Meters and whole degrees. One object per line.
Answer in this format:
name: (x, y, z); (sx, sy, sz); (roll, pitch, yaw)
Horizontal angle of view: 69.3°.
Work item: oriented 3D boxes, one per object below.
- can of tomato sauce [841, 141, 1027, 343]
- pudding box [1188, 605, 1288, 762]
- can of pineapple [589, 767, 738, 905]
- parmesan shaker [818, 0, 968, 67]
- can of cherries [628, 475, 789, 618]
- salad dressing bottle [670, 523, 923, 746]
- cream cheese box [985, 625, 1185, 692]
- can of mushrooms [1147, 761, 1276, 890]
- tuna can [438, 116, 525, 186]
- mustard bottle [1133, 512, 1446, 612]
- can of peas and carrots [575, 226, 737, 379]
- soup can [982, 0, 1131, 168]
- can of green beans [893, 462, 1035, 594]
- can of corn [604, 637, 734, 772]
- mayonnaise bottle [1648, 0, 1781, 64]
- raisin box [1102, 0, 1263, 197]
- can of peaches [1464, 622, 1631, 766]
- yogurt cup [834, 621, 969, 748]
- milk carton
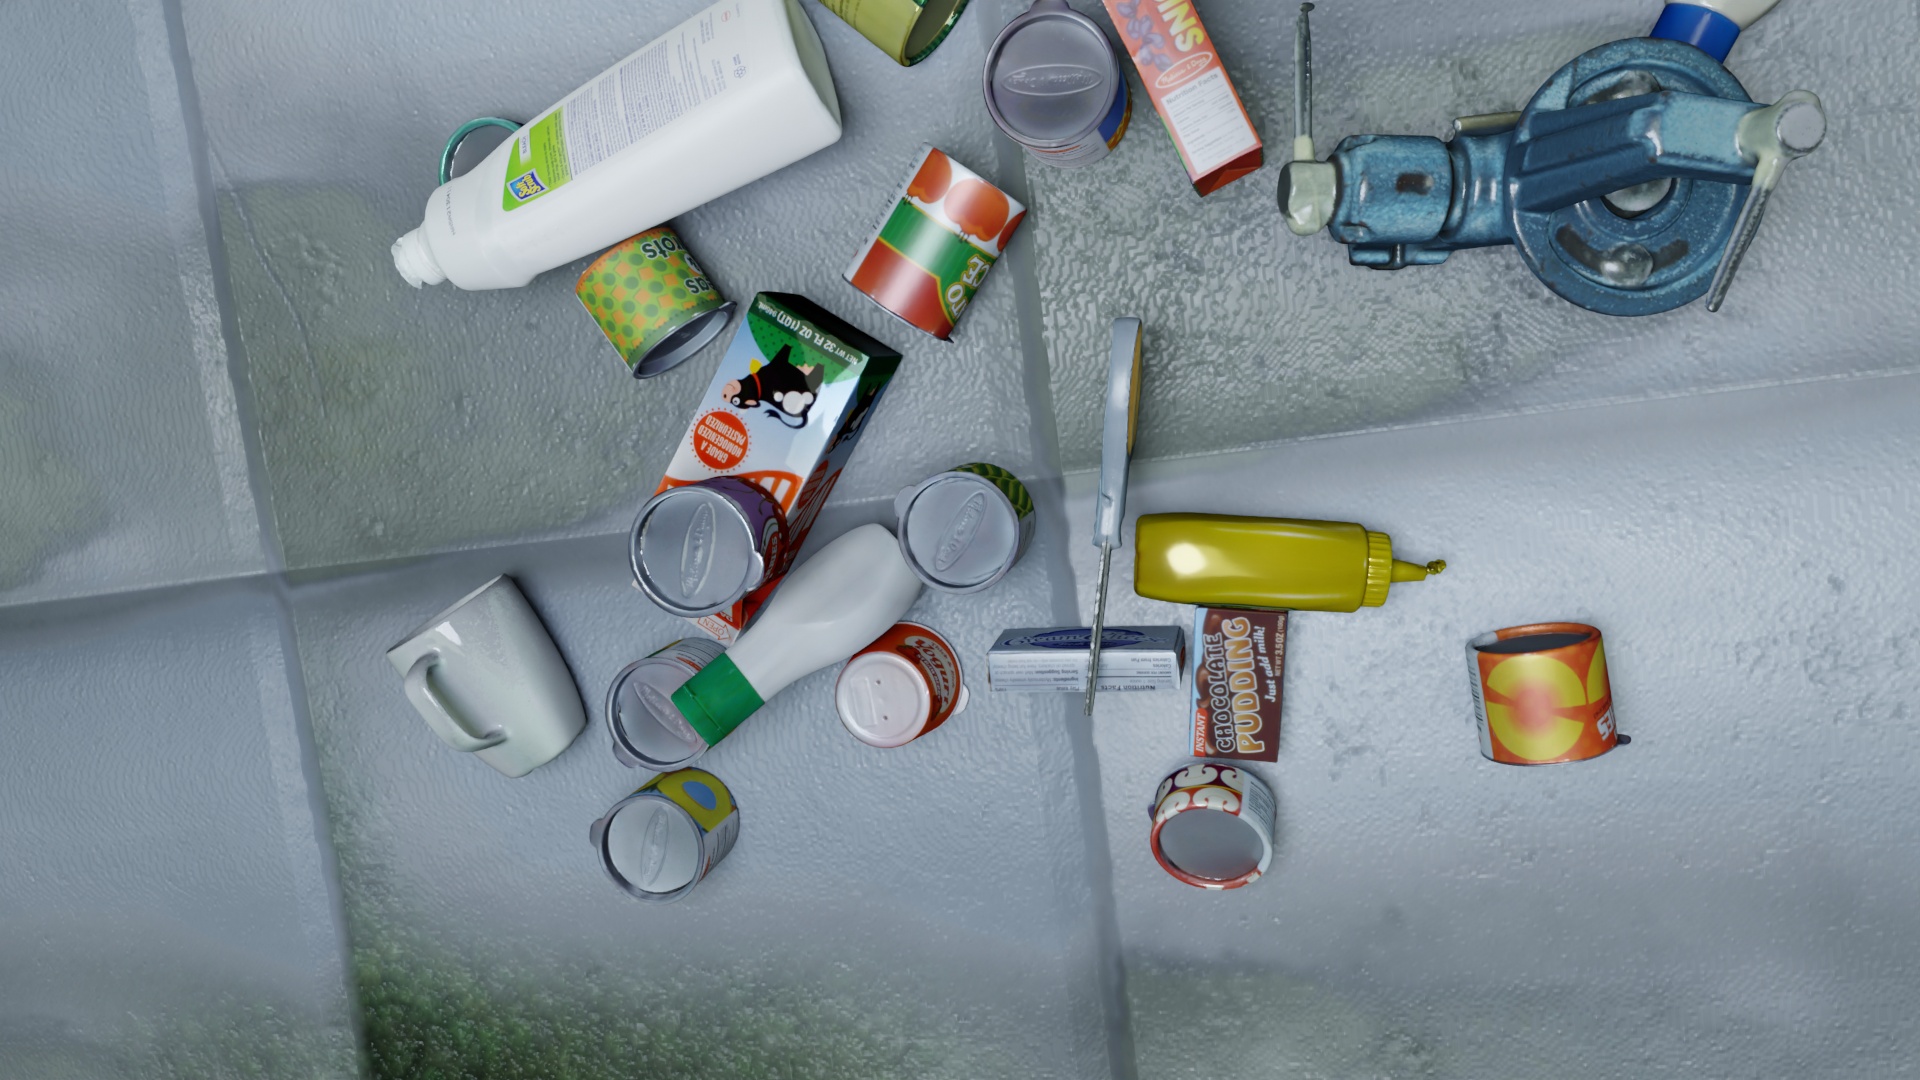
can of tomato sauce: (-0.012, -0.157, 0.737); (0.071, 0.071, 0.083); (34, 102, 6)
pudding box: (0.150, 0.075, 0.752); (0.050, 0.030, 0.083); (4, 98, 12)
can of pineapple: (-0.172, 0.171, 0.818); (0.071, 0.058, 0.071); (2, 98, 12)
parmesan shaker: (-0.050, -0.304, 0.728); (0.103, 0.071, 0.071); (39, 103, 4)
can of cherries: (-0.125, 0.003, 0.709); (0.071, 0.058, 0.071); (2, 98, 11)
salad dressing bottle: (-0.090, 0.052, 0.761); (0.148, 0.043, 0.064); (-39, 46, -12)
cream cheese box: (0.069, 0.064, 0.755); (0.104, 0.053, 0.024); (-2, 99, 12)
can of mushrooms: (0.134, 0.156, 0.752); (0.071, 0.034, 0.070); (7, 125, 10)
tuna can: (-0.265, -0.210, 0.800); (0.071, 0.033, 0.071); (2, 98, 11)
mustard bottle: (0.171, 0.013, 0.723); (0.160, 0.065, 0.048); (4, 94, 8)
can of peas and carrots: (-0.169, -0.133, 0.773); (0.071, 0.071, 0.059); (-36, 89, 14)
soup can: (0.051, -0.230, 0.705); (0.071, 0.084, 0.071); (2, 98, 11)
can of green beans: (0.004, -0.008, 0.757); (0.071, 0.058, 0.071); (2, 98, 12)
can of corn: (-0.164, 0.096, 0.806); (0.071, 0.058, 0.071); (2, 98, 12)
mayonnaise bottle: (0.369, -0.281, 0.654); (0.065, 0.041, 0.147); (27, 103, 9)
raisin box: (0.108, -0.238, 0.691); (0.040, 0.086, 0.123); (-27, 91, 16)
can of peaches: (0.296, 0.076, 0.703); (0.071, 0.071, 0.058); (-10, 95, 13)
yogurt cup: (-0.037, 0.083, 0.780); (0.072, 0.054, 0.072); (2, 98, 12)
milk carton: (-0.113, -0.037, 0.770); (0.072, 0.073, 0.190); (32, 103, 6)
